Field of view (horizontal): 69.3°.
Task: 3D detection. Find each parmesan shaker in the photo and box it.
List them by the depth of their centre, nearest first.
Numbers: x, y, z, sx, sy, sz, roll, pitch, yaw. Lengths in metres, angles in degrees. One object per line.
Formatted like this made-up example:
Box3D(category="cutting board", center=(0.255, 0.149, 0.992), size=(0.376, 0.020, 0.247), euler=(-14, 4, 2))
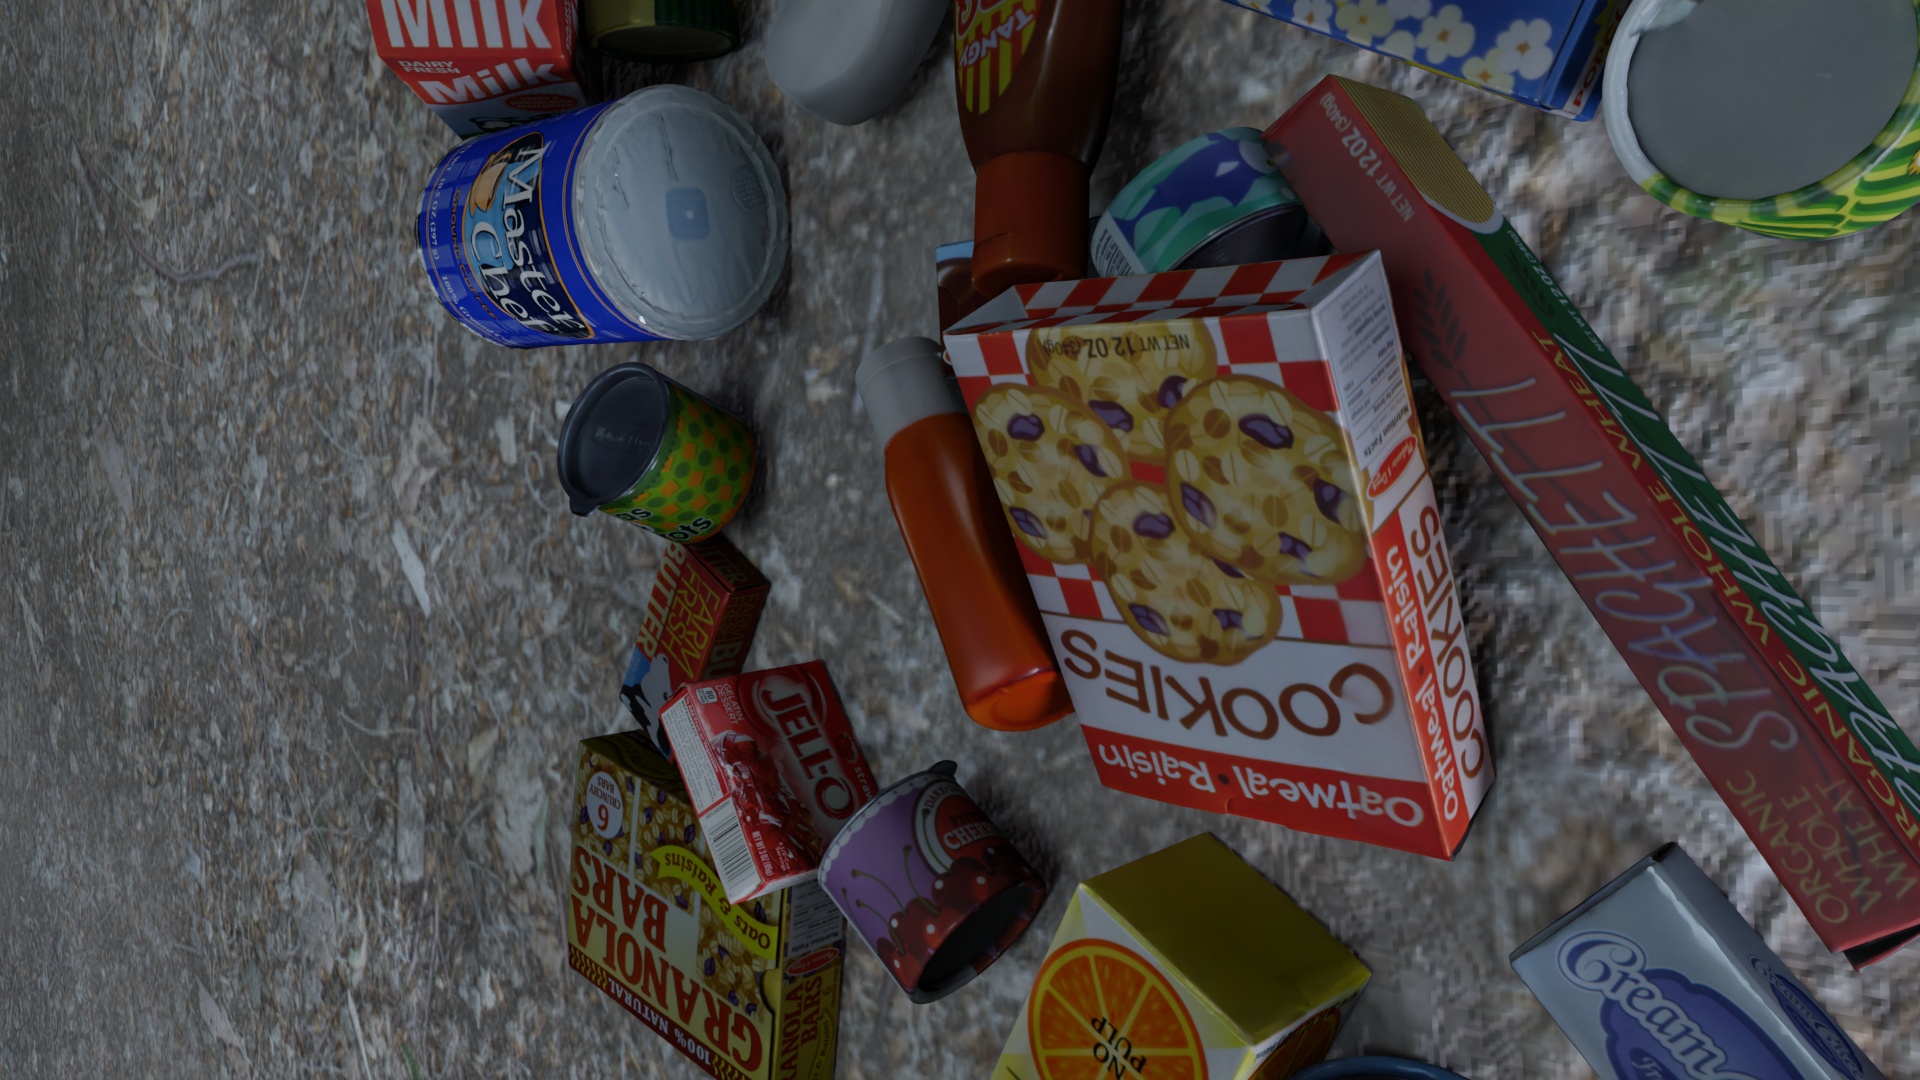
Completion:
Box3D(category="parmesan shaker", center=(-0.132, -0.264, 0.597), size=(0.071, 0.071, 0.103), euler=(2, 97, 43))

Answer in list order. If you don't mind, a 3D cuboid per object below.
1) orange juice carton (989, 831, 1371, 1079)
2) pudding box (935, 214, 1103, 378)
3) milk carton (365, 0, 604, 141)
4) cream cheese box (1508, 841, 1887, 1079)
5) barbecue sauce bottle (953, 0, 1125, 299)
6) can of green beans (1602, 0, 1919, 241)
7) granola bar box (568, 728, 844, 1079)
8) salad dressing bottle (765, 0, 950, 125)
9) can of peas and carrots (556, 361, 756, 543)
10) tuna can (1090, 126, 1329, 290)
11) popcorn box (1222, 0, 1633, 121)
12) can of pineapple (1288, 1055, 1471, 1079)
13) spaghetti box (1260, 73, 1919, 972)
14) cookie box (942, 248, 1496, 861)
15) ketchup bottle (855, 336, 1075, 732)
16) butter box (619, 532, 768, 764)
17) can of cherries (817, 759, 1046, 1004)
Box3D(category="orange juice carton", center=(0.053, 0.201, 0.466), size=(0.073, 0.072, 0.191), euler=(37, 118, 35))
Box3D(category="pudding box", center=(0.030, -0.084, 0.486), size=(0.083, 0.030, 0.049), euler=(1, 96, 44))
Box3D(category="milk carton", center=(-0.199, -0.226, 0.590), size=(0.190, 0.072, 0.073), euler=(-157, 64, -81))
Box3D(category="cream cheese box", center=(0.197, 0.136, 0.355), size=(0.104, 0.024, 0.053), euler=(55, 127, 25))
Box3D(category="barbecue sauce bottle", center=(0.024, -0.152, 0.451), size=(0.064, 0.044, 0.149), euler=(-14, 70, 51))
Box3D(category="can of green beans", center=(0.189, -0.103, 0.314), size=(0.071, 0.058, 0.071), euler=(6, 99, 43))
Box3D(category="granola bar box", center=(-0.124, 0.174, 0.655), size=(0.165, 0.039, 0.124), euler=(16, 105, 42))
Box3D(category="salad dressing bottle", center=(-0.019, -0.225, 0.510), size=(0.147, 0.044, 0.064), euler=(-51, 59, 33))
Box3D(category="can of peas and carrots", center=(-0.134, -0.035, 0.613), size=(0.071, 0.058, 0.071), euler=(-13, 65, 31))
Box3D(category="tuna can", center=(0.077, -0.091, 0.418), size=(0.070, 0.071, 0.033), euler=(-44, 64, 37))
Box3D(category="popcorn box", center=(0.128, -0.176, 0.378), size=(0.127, 0.038, 0.085), euler=(36, 117, 35))
Box3D(category="can of pineapple", center=(0.124, 0.190, 0.402), size=(0.071, 0.071, 0.057), euler=(4, 97, 43))
Box3D(category="spaghetti box", center=(0.162, -0.018, 0.354), size=(0.028, 0.050, 0.250), euler=(-45, 65, 38))
Box3D(category="cookie box", center=(0.075, 0.007, 0.402), size=(0.123, 0.040, 0.166), euler=(4, 123, 44))
Box3D(category="ketchup bottle", center=(0.002, -0.006, 0.503), size=(0.043, 0.064, 0.149), euler=(-30, 63, 16))
Box3D(category="butter box", center=(-0.127, 0.049, 0.654), size=(0.053, 0.024, 0.103), euler=(41, 121, 34))
Box3D(category="can of cherries", center=(-0.009, 0.128, 0.522), size=(0.058, 0.072, 0.071), euler=(45, 123, 31))
